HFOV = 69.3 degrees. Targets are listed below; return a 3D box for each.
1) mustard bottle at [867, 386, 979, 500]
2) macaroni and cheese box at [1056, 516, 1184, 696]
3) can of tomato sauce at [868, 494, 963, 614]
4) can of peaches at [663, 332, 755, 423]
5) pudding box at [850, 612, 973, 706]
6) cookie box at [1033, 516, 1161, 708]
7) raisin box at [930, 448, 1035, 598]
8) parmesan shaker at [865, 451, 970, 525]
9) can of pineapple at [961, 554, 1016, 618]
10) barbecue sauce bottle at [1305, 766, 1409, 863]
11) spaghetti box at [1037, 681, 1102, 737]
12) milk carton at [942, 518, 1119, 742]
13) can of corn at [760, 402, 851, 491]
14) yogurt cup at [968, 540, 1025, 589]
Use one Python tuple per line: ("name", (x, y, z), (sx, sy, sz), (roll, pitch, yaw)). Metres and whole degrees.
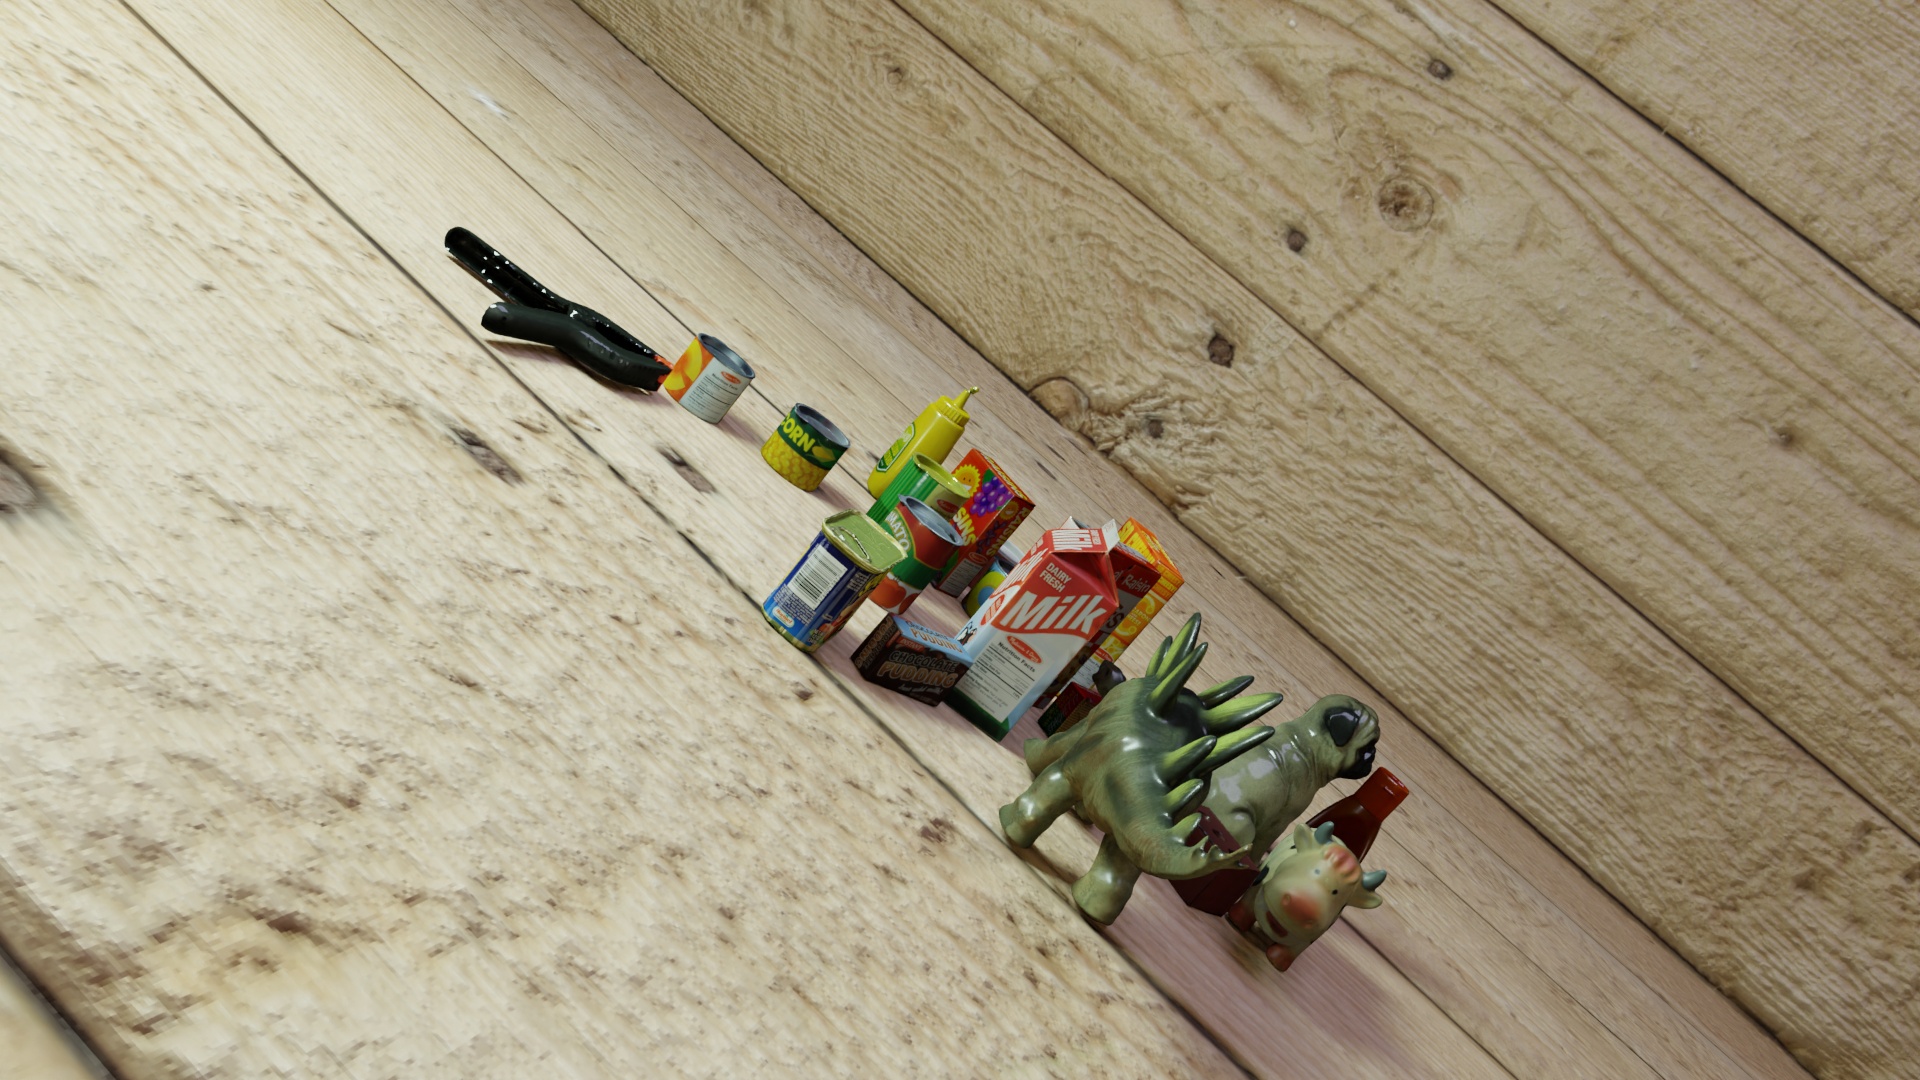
("mustard bottle", (-0.036, -0.106, 1.480), (0.049, 0.160, 0.065), (35, 13, -22))
("macaroni and cheese box", (0.141, 0.069, 1.372), (0.040, 0.166, 0.124), (36, 13, -18))
("can of tomato sauce", (-0.051, 0.012, 1.207), (0.071, 0.083, 0.071), (38, 12, -10))
("can of peaches", (-0.236, -0.152, 1.299), (0.071, 0.058, 0.071), (38, 12, -10))
("pudding box", (-0.036, 0.090, 1.055), (0.083, 0.049, 0.030), (28, 17, -44))
("cookie box", (0.085, 0.067, 1.214), (0.123, 0.167, 0.040), (24, 20, -52))
("raisin box", (0.005, -0.017, 1.376), (0.040, 0.123, 0.086), (27, 18, -47))
("parmesan shaker", (-0.050, -0.023, 1.282), (0.071, 0.103, 0.071), (38, 12, -10))
("can of pineapple", (0.042, 0.058, 1.372), (0.071, 0.057, 0.071), (38, 12, -10))
("barbecue sauce bottle", (0.363, 0.280, 1.321), (0.065, 0.148, 0.044), (42, 12, 9))
("spaghetti box", (0.167, 0.191, 1.294), (0.250, 0.050, 0.029), (28, 17, -43))
("milk carton", (0.064, 0.061, 1.119), (0.073, 0.190, 0.072), (38, 12, -8))
("can of corn", (-0.150, -0.090, 1.329), (0.071, 0.058, 0.071), (38, 12, -10))
("yogurt cup", (0.035, 0.028, 1.464), (0.072, 0.054, 0.072), (38, 12, -10))
